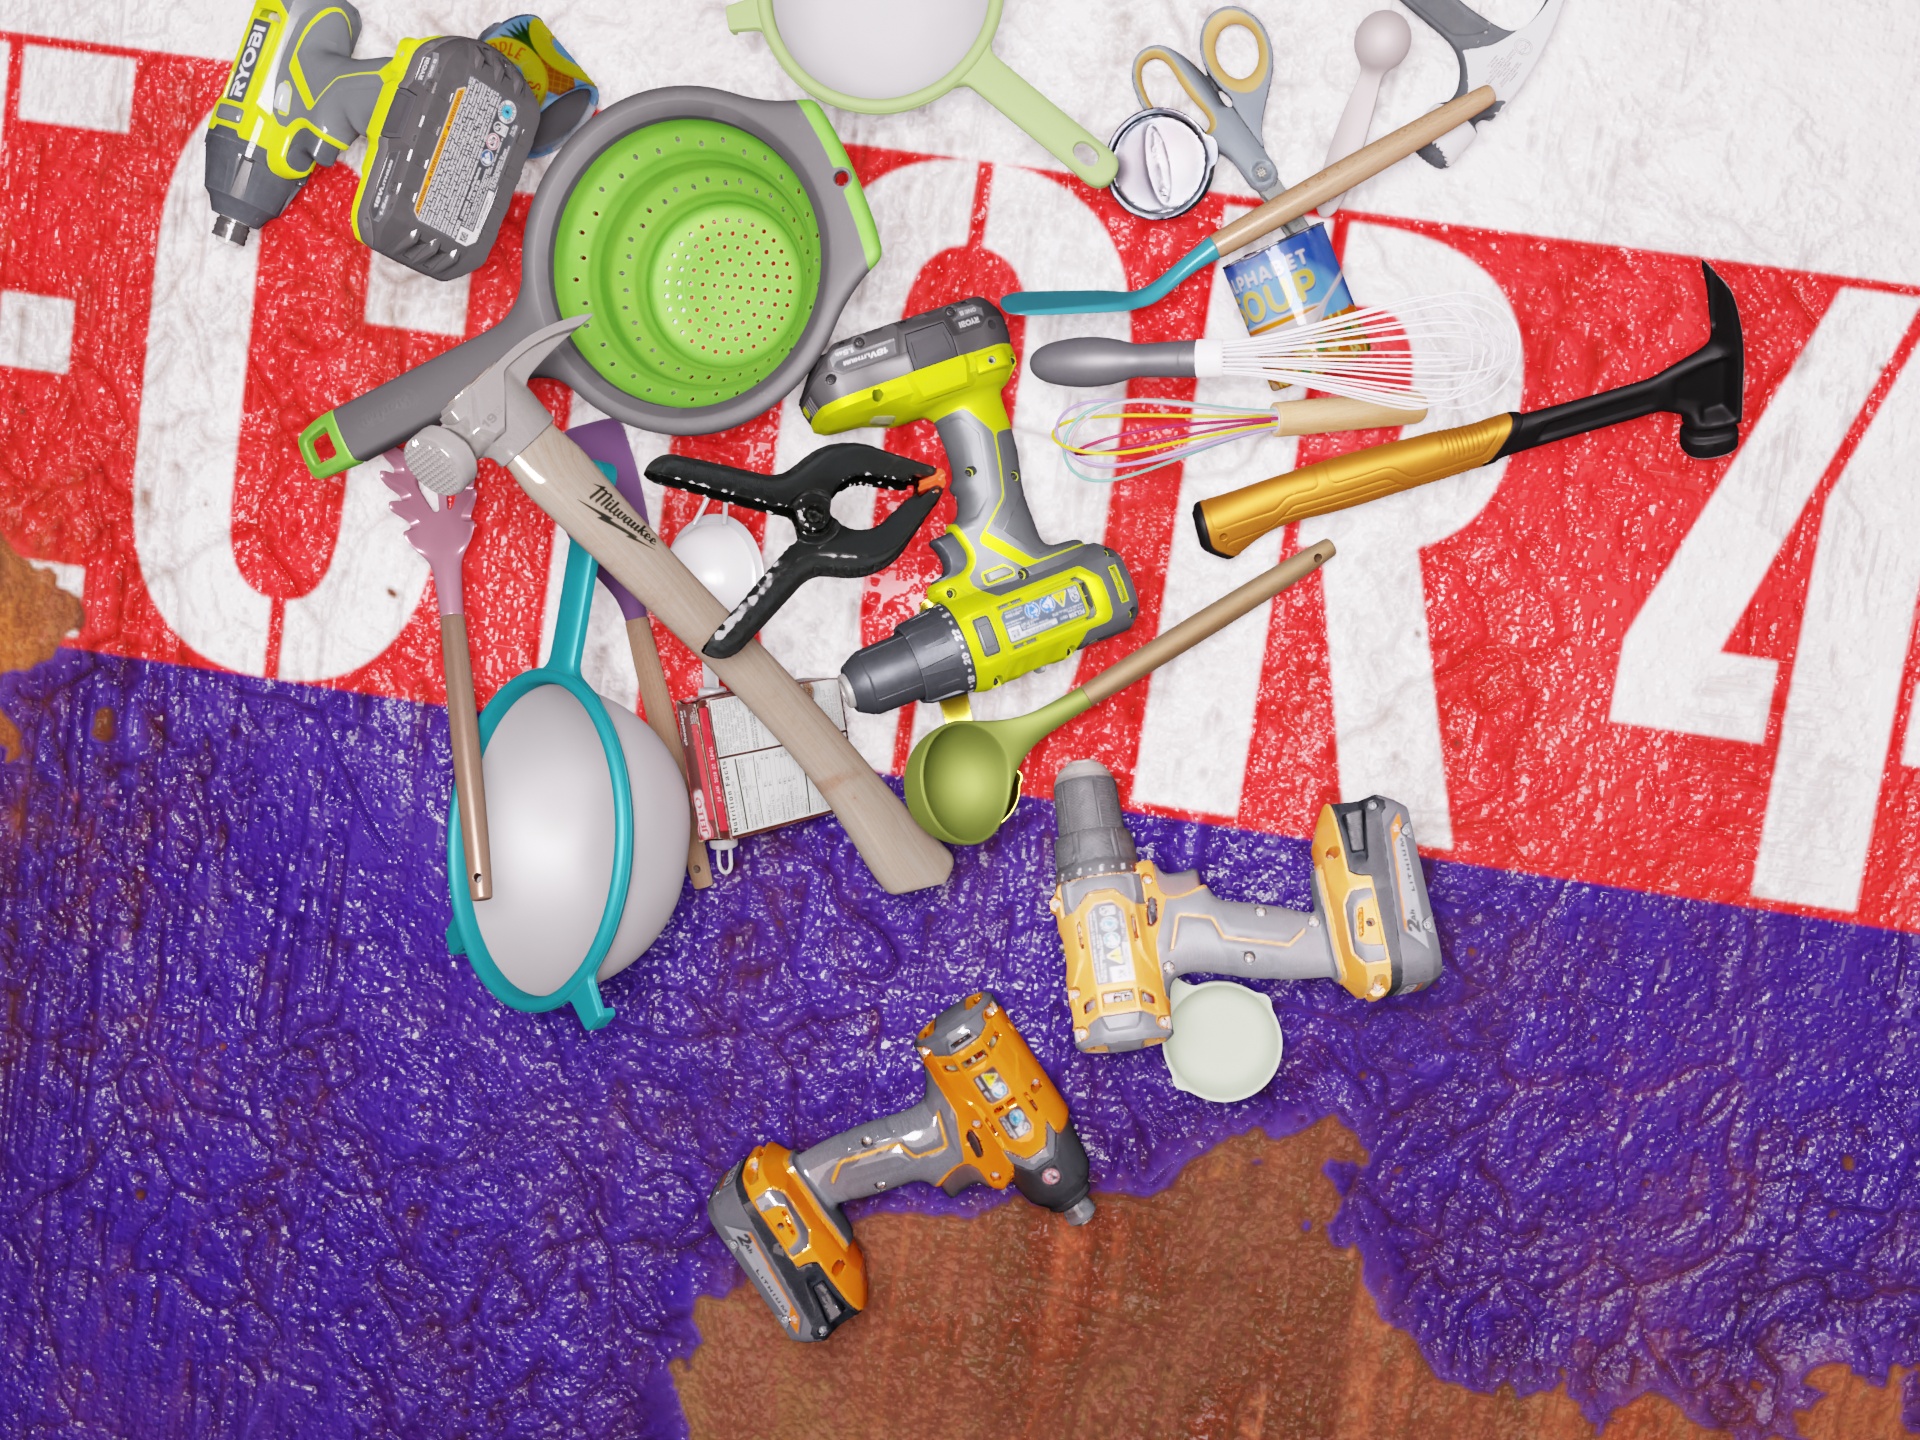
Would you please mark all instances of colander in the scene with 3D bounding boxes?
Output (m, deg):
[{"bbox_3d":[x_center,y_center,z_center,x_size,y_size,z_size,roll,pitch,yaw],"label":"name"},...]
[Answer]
[{"bbox_3d":[-0.232,-0.246,1.006,0.397,0.094,0.204,-23,91,12],"label":"colander"}]

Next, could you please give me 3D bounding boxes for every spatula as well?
[{"bbox_3d":[-0.211,-0.042,1.053,0.060,0.018,0.316,-14,92,8],"label":"spatula"},{"bbox_3d":[0.175,-0.312,0.973,0.317,0.082,0.044,-27,110,9],"label":"spatula"}]

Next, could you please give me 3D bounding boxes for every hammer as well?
[{"bbox_3d":[-0.137,-0.051,0.954,0.038,0.146,0.410,-19,120,44],"label":"hammer"},{"bbox_3d":[0.198,-0.530,0.982,0.409,0.036,0.149,41,95,0],"label":"hammer"},{"bbox_3d":[0.307,-0.172,0.980,0.337,0.034,0.127,-16,132,9],"label":"hammer"}]

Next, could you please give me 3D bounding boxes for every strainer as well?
[{"bbox_3d":[-0.163,-0.024,1.036,0.087,0.050,0.258,4,102,34],"label":"strainer"},{"bbox_3d":[-0.006,-0.410,0.987,0.256,0.069,0.151,39,93,0],"label":"strainer"},{"bbox_3d":[-0.223,0.012,1.003,0.211,0.095,0.340,12,93,46],"label":"strainer"}]

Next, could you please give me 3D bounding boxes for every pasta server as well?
[{"bbox_3d":[-0.324,-0.042,1.016,0.060,0.040,0.316,-9,78,-4],"label":"pasta server"}]

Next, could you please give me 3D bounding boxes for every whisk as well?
[{"bbox_3d":[0.175,-0.181,0.983,0.245,0.047,0.051,-7,98,-11],"label":"whisk"},{"bbox_3d":[0.179,-0.215,0.935,0.284,0.070,0.070,2,95,16],"label":"whisk"}]

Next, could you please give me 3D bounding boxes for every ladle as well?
[{"bbox_3d":[0.105,-0.026,0.999,0.320,0.062,0.078,-31,109,-4],"label":"ladle"}]

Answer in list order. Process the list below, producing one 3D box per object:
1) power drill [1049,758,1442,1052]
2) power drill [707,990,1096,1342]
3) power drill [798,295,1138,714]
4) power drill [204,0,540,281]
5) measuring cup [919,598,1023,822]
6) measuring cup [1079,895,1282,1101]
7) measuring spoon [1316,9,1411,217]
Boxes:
[{"bbox_3d":[0.168,0.102,1.000,0.226,0.084,0.185,-9,71,4],"label":"power drill"},{"bbox_3d":[-0.030,0.304,1.038,0.226,0.084,0.164,-34,92,2],"label":"power drill"},{"bbox_3d":[-0.014,-0.127,0.987,0.190,0.080,0.228,-22,93,-13],"label":"power drill"},{"bbox_3d":[-0.376,-0.356,0.978,0.223,0.080,0.171,25,95,30],"label":"power drill"},{"bbox_3d":[-0.002,-0.003,1.043,0.062,0.029,0.156,-14,83,0],"label":"measuring cup"},{"bbox_3d":[0.138,0.175,1.041,0.083,0.038,0.168,-45,80,2],"label":"measuring cup"},{"bbox_3d":[0.242,-0.370,0.975,0.034,0.018,0.124,25,122,18],"label":"measuring spoon"}]
